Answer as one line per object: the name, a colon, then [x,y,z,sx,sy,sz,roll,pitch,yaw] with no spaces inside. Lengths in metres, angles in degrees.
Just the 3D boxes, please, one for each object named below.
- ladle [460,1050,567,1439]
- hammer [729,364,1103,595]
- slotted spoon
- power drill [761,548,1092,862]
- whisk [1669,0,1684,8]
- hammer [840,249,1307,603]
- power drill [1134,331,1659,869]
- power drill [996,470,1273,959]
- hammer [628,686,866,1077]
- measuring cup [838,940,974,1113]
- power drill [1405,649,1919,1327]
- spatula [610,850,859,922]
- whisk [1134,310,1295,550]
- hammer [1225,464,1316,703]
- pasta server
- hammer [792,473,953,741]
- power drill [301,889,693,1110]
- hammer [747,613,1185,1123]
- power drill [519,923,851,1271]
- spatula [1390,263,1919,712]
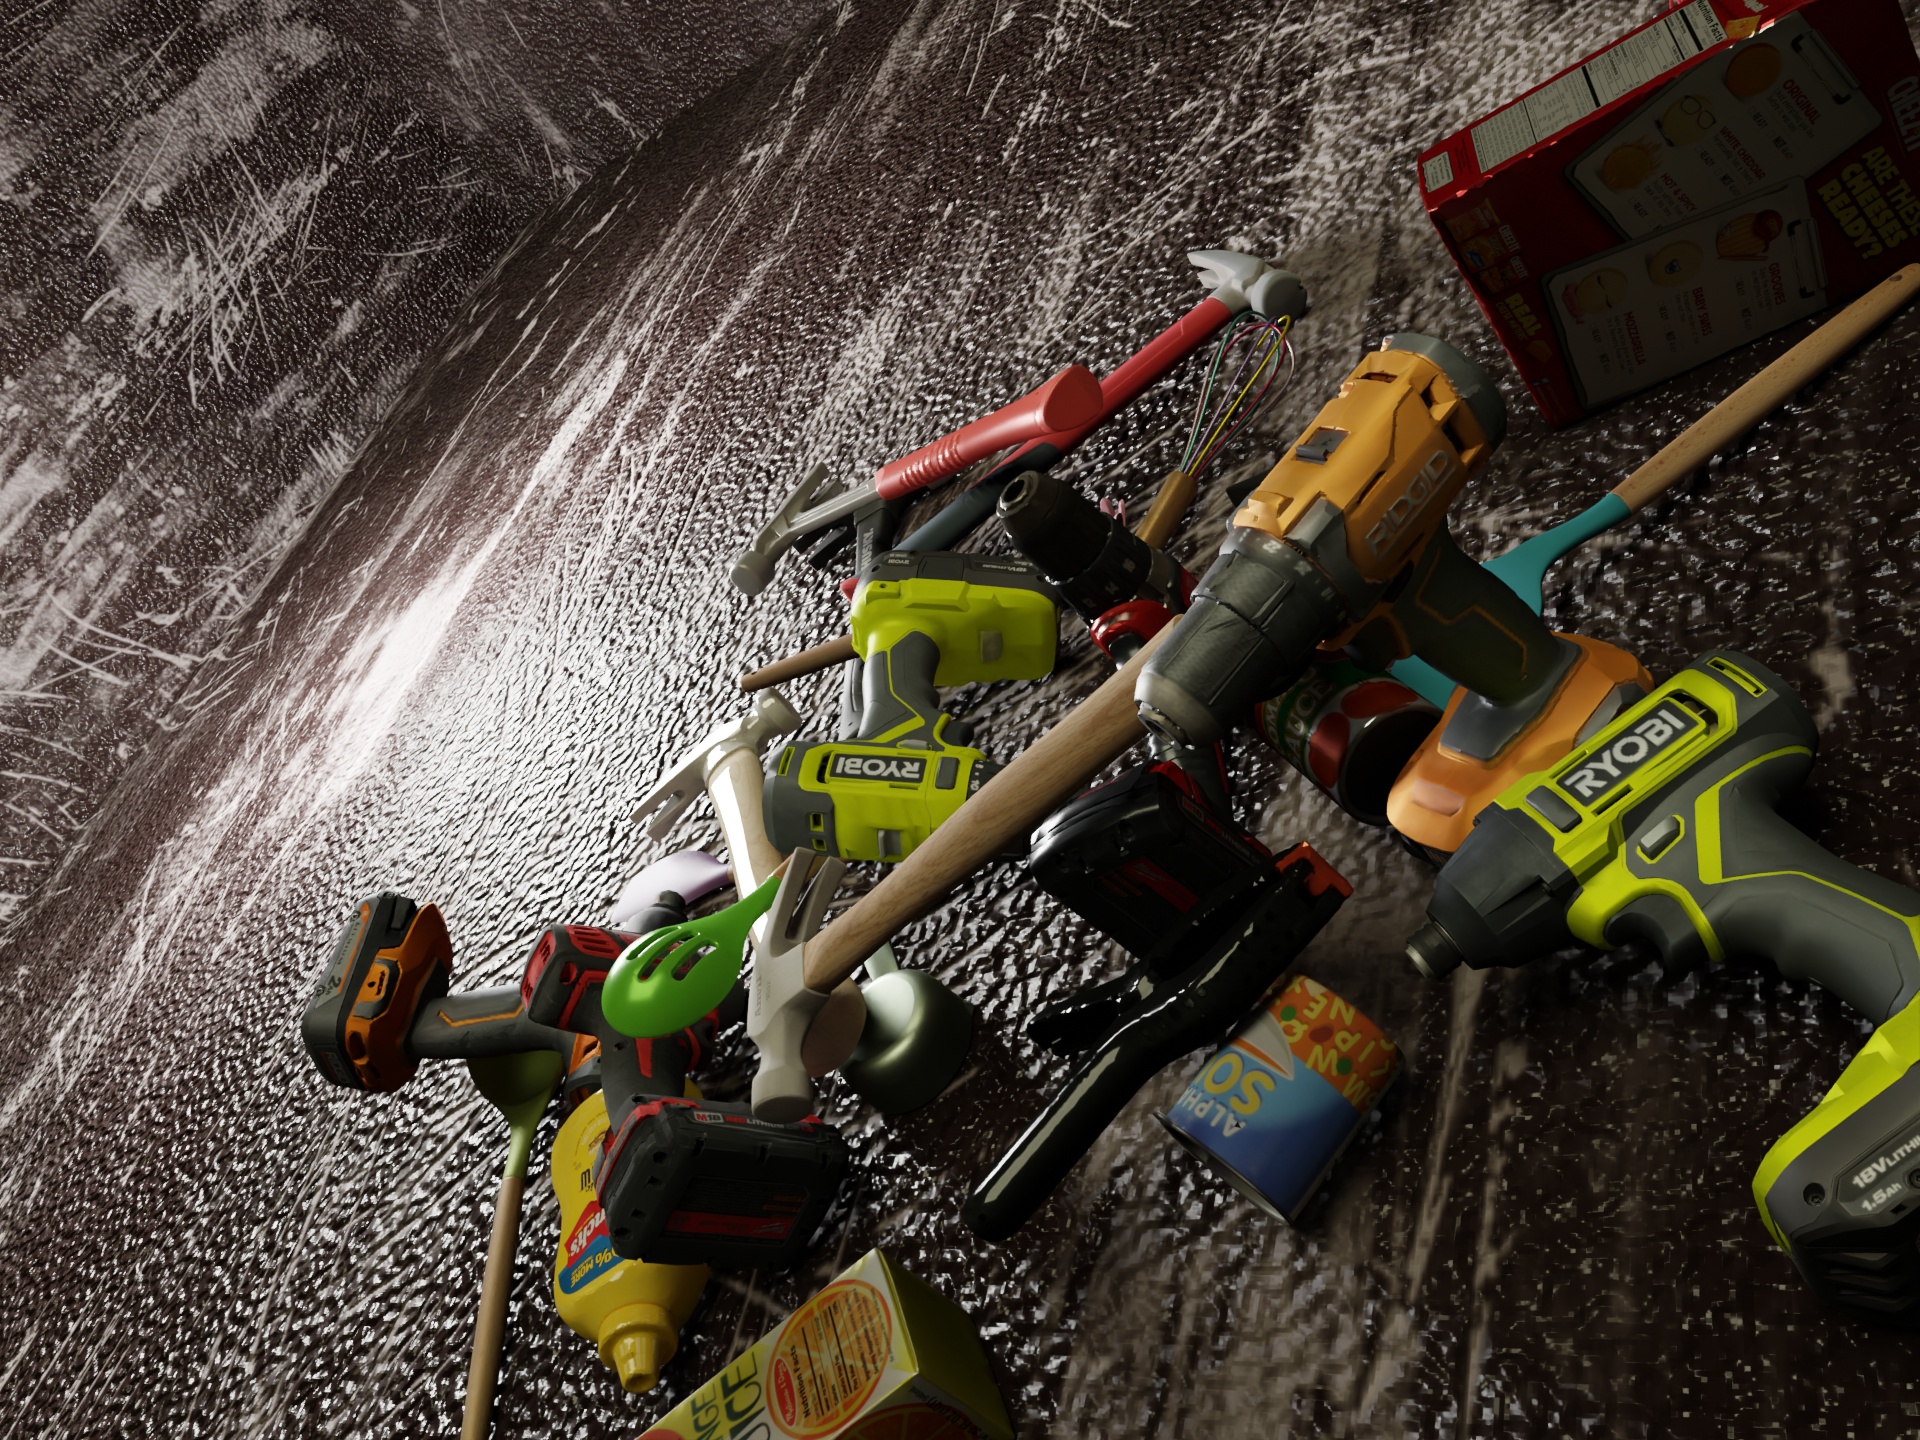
ladle: [-0.288,0.304,0.986,0.078,0.062,0.320,-24,38,14]
hammer: [-0.031,-0.189,1.176,0.359,0.036,0.149,-16,31,47]
slotted spoon: [-0.094,0.084,0.926,0.070,0.031,0.314,15,32,26]
power drill: [-0.002,-0.003,0.954,0.190,0.080,0.229,4,42,7]
whisk: [0.466,-0.383,0.926,0.073,0.073,0.296,-21,43,33]
hammer: [0.067,-0.210,1.165,0.386,0.038,0.143,-39,30,-1]
power drill: [0.183,-0.017,0.656,0.185,0.226,0.084,-49,32,-8]
power drill: [0.086,-0.009,0.802,0.080,0.187,0.227,-30,37,32]
hammer: [-0.134,0.104,1.015,0.146,0.038,0.411,-41,27,3]
measuring cup: [-0.047,0.149,0.903,0.083,0.038,0.168,-40,34,7]
power drill: [0.274,0.085,0.554,0.171,0.080,0.223,-37,36,3]
spatula: [-0.136,0.099,1.085,0.316,0.018,0.060,-14,41,41]
whisk: [0.158,-0.177,1.050,0.047,0.051,0.245,11,64,47]
hammer: [0.172,-0.087,0.823,0.127,0.034,0.337,-25,14,29]
pasta server: [-0.024,-0.077,1.098,0.316,0.040,0.060,-18,24,24]
hammer: [-0.073,-0.081,1.209,0.146,0.035,0.335,-29,35,23]
power drill: [-0.286,0.172,1.033,0.226,0.084,0.164,4,46,5]
hammer: [-0.002,0.060,0.745,0.331,0.031,0.130,-43,38,33]
power drill: [-0.151,0.195,0.876,0.078,0.143,0.220,-62,36,15]
spatula: [0.347,-0.114,0.781,0.317,0.044,0.082,-38,31,1]
